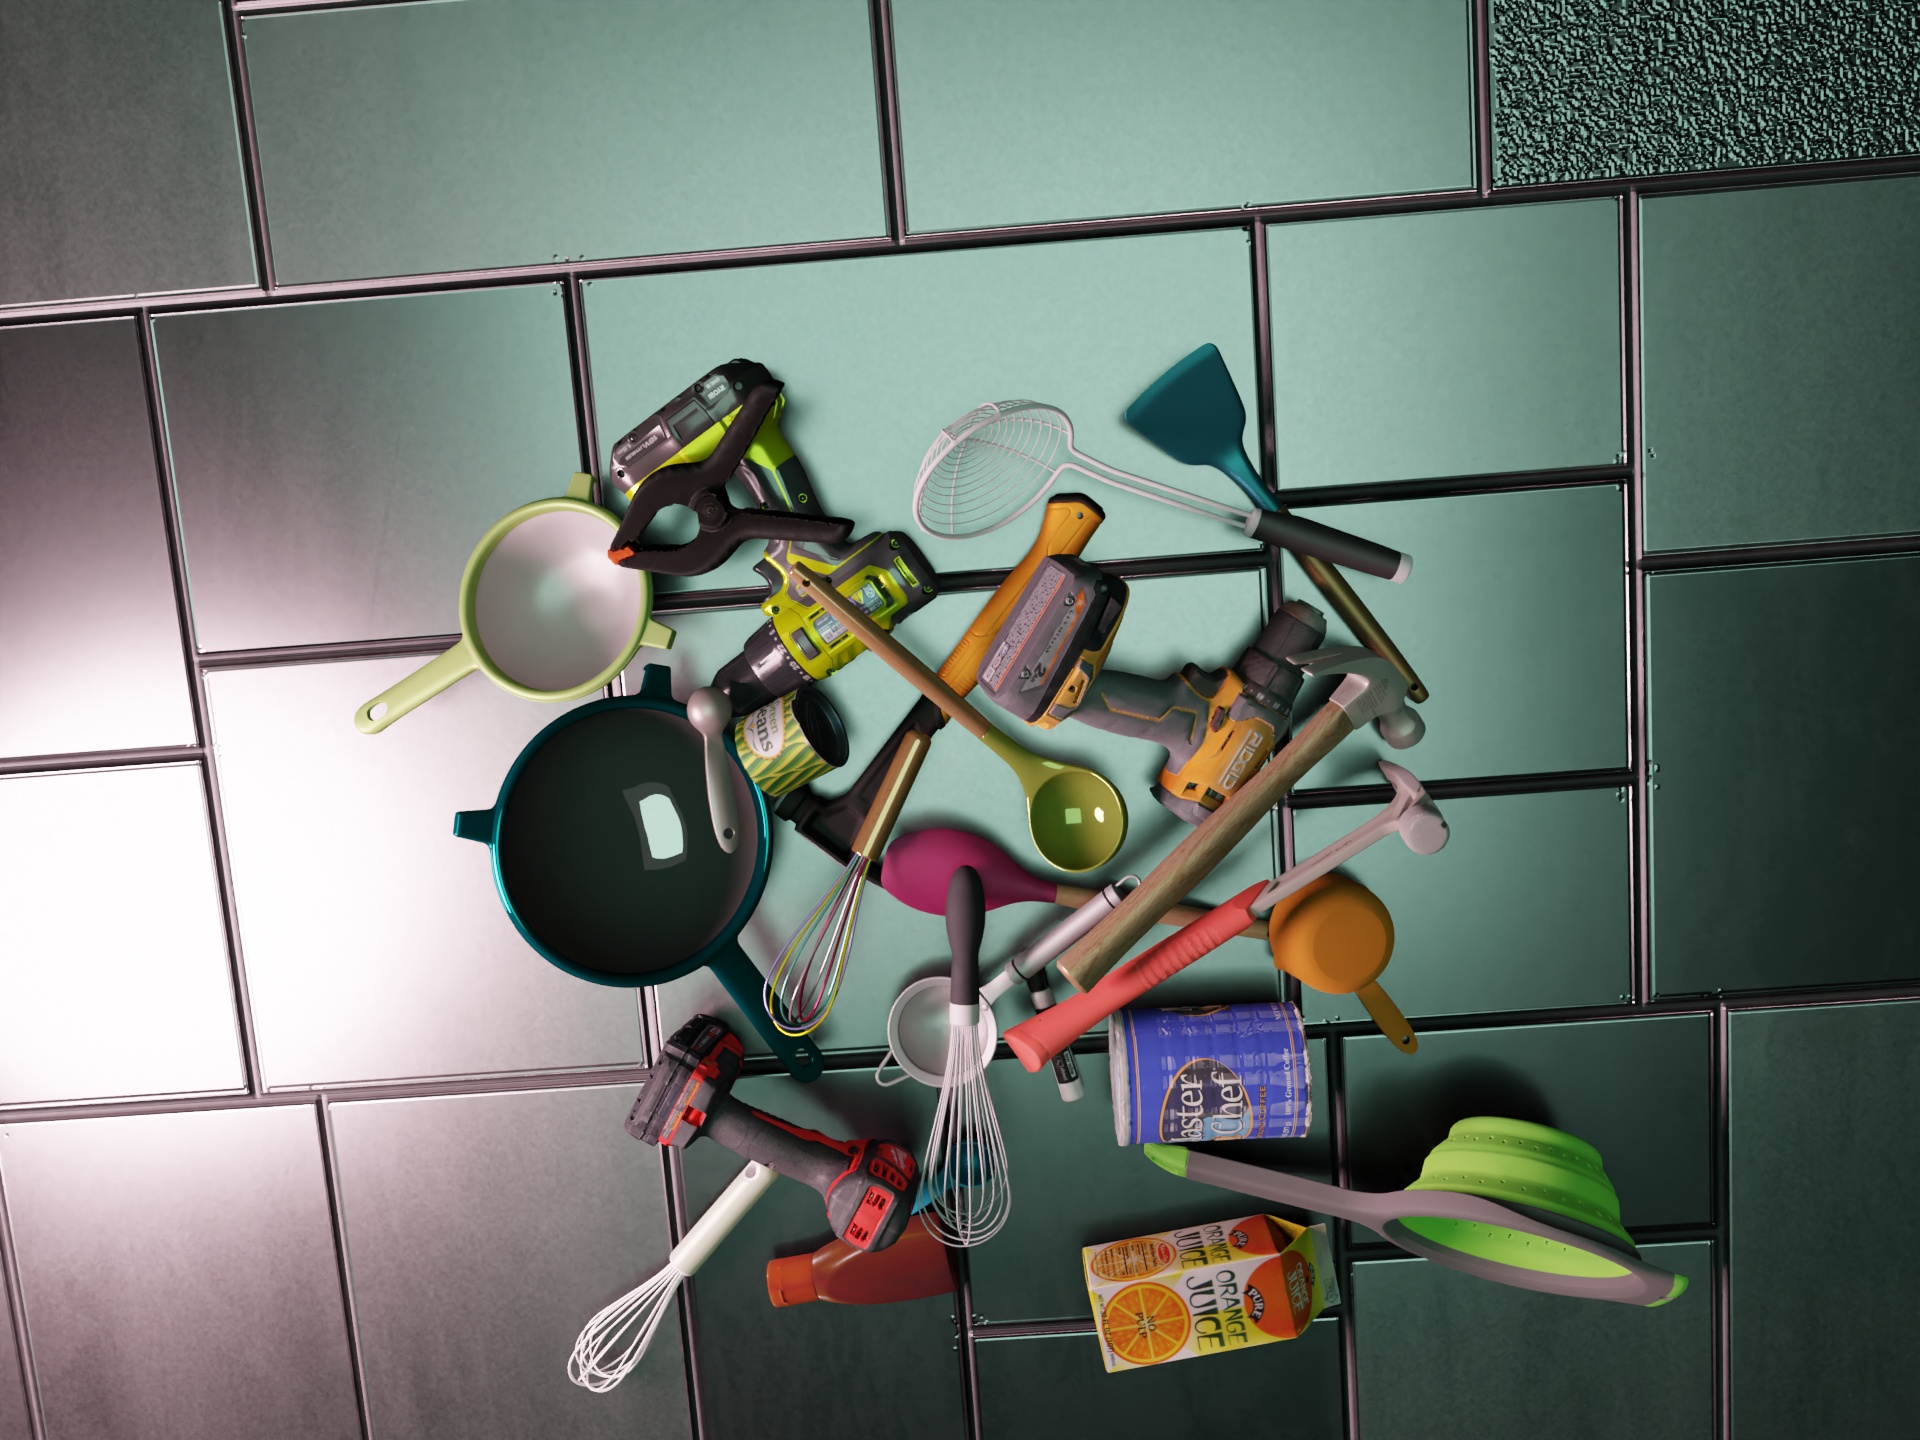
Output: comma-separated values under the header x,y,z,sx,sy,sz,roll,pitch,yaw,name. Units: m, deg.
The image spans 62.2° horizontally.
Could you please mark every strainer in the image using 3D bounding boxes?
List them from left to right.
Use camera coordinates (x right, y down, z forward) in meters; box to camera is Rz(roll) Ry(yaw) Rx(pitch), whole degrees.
x,y,z,sx,sy,sz,roll,pitch,yaw,name
-0.333,-0.058,1.186,0.256,0.069,0.151,-31,79,8,strainer
-0.219,0.139,1.201,0.211,0.095,0.340,-42,109,-25,strainer
0.038,0.198,1.218,0.258,0.050,0.087,-39,86,14,strainer

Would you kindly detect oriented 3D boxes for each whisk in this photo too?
x,y,z,sx,sy,sz,roll,pitch,yaw,name
-0.228,0.443,1.276,0.246,0.058,0.059,-49,129,4,whisk
-0.077,0.122,1.181,0.051,0.047,0.245,25,89,-33,whisk
0.002,0.250,1.184,0.070,0.070,0.284,0,90,1,whisk

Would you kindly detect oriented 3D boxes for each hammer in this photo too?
x,y,z,sx,sy,sz,roll,pitch,yaw,name
0.004,-0.027,1.204,0.127,0.034,0.337,36,97,-3,hammer
0.189,0.149,1.178,0.359,0.149,0.036,-34,98,9,hammer
0.197,0.073,1.158,0.331,0.031,0.129,-43,126,-4,hammer

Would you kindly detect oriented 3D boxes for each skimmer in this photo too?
x,y,z,sx,sy,sz,roll,pitch,yaw,name
0.148,-0.138,1.124,0.363,0.090,0.127,16,139,-6,skimmer

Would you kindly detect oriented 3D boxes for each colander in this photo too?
x,y,z,sx,sy,sz,roll,pitch,yaw,name
0.343,0.345,1.221,0.397,0.204,0.095,11,64,15,colander

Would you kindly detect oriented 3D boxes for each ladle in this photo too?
x,y,z,sx,sy,sz,roll,pitch,yaw,name
-0.002,-0.004,1.154,0.320,0.062,0.078,40,110,-16,ladle

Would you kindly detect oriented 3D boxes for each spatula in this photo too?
x,y,z,sx,sy,sz,roll,pitch,yaw,name
0.249,-0.133,1.180,0.082,0.044,0.317,-39,97,11,spatula

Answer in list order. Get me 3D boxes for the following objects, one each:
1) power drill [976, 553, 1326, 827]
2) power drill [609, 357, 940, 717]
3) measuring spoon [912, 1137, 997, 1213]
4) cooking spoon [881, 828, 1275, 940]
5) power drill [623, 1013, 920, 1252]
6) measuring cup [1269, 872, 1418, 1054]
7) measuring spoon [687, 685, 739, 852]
x,y,z,sx,sy,sz,roll,pitch,yaw,name
0.149,-0.040,1.157,0.226,0.084,0.185,28,98,-23,power drill
-0.152,-0.130,1.173,0.190,0.080,0.228,-34,98,10,power drill
-0.026,0.372,1.275,0.128,0.021,0.042,-35,102,15,measuring spoon
0.097,0.137,1.217,0.319,0.017,0.068,11,100,-7,cooking spoon
-0.132,0.315,1.210,0.219,0.143,0.078,28,94,3,power drill
0.310,0.196,1.217,0.095,0.052,0.173,-38,100,-5,measuring cup
-0.175,0.036,1.164,0.034,0.018,0.124,-10,93,-30,measuring spoon
